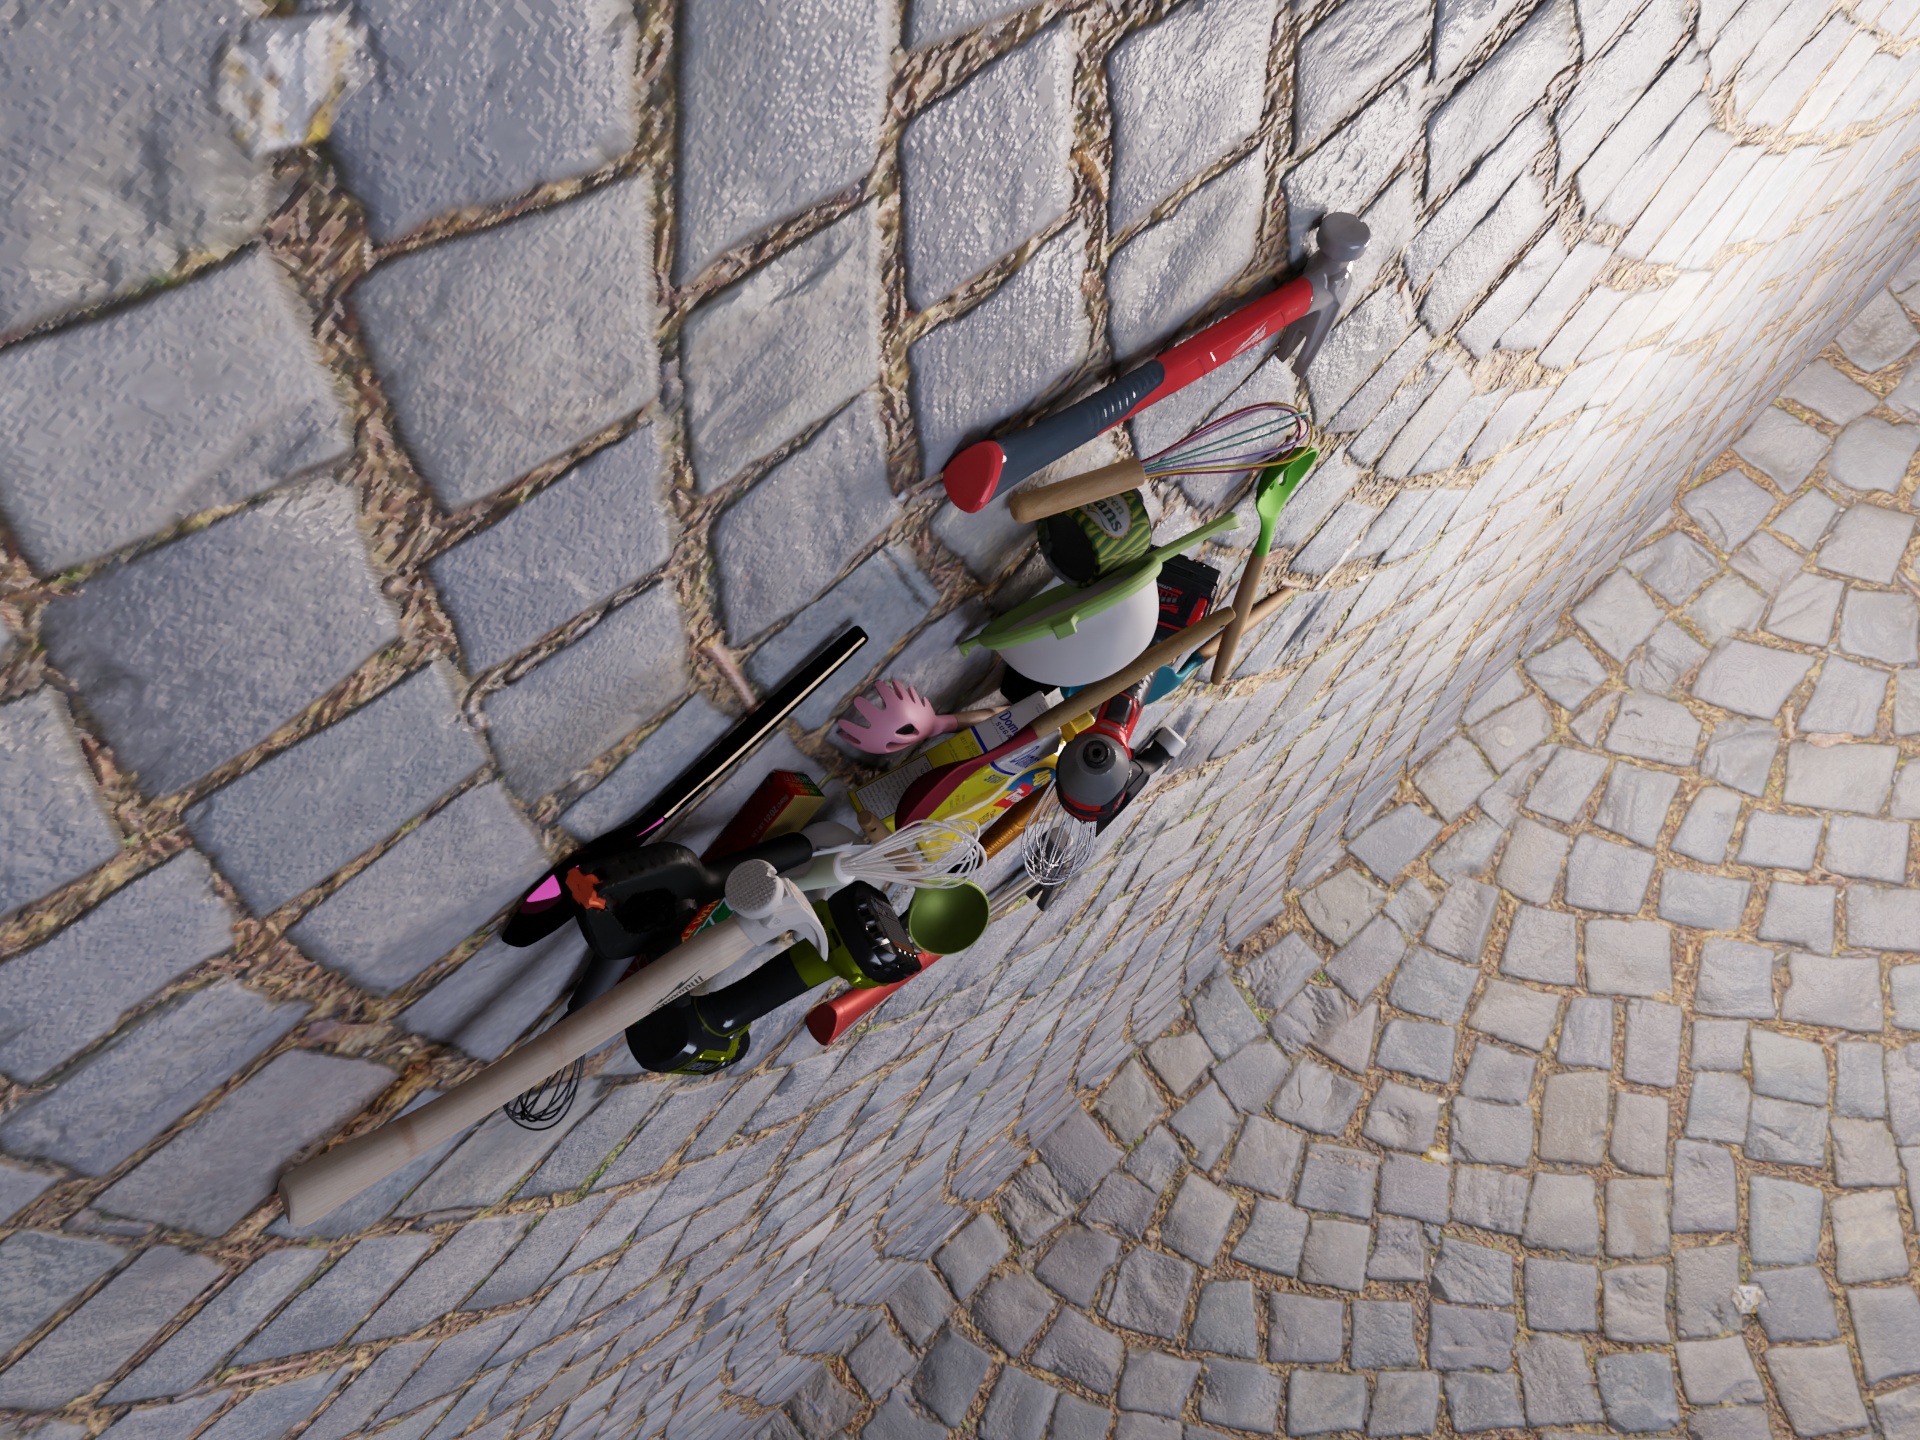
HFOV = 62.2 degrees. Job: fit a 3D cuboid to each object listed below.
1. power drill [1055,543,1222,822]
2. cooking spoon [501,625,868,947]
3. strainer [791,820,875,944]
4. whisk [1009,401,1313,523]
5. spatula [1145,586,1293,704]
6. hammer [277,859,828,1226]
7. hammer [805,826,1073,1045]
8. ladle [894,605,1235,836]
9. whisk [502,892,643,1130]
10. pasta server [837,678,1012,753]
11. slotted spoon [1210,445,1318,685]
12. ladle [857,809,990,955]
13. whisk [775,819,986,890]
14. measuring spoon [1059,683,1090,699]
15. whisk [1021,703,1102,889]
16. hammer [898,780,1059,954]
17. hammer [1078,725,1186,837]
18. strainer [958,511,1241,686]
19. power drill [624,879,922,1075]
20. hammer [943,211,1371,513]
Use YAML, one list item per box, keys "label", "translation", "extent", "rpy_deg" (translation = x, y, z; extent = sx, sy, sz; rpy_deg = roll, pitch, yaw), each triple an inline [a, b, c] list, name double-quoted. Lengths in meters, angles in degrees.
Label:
- label: "power drill"
  translation: [0.140, -0.028, 1.320]
  extent: [0.143, 0.078, 0.220]
  rpy_deg: [78, 34, -75]
- label: "cooking spoon"
  translation: [-0.184, 0.046, 1.078]
  extent: [0.319, 0.017, 0.068]
  rpy_deg: [-42, 159, -3]
- label: "strainer"
  translation: [-0.123, 0.139, 1.338]
  extent: [0.087, 0.050, 0.258]
  rpy_deg: [-8, 153, -17]
- label: "whisk"
  translation: [0.150, -0.184, 1.153]
  extent: [0.245, 0.047, 0.051]
  rpy_deg: [-19, -170, -15]
- label: "spatula"
  translation: [0.250, -0.082, 1.636]
  extent: [0.317, 0.044, 0.082]
  rpy_deg: [-33, 156, -40]
- label: "hammer"
  translation: [-0.283, 0.234, 1.109]
  extent: [0.410, 0.038, 0.146]
  rpy_deg: [-31, 153, -1]
- label: "hammer"
  translation: [-0.020, 0.245, 1.729]
  extent: [0.359, 0.037, 0.149]
  rpy_deg: [-32, 156, -32]
- label: "ladle"
  translation: [0.079, -0.005, 1.227]
  extent: [0.315, 0.031, 0.069]
  rpy_deg: [-31, 168, -6]
- label: "whisk"
  translation: [-0.280, 0.217, 1.187]
  extent: [0.055, 0.055, 0.239]
  rpy_deg: [-7, 134, -58]
- label: "pasta server"
  translation: [-0.002, -0.004, 1.315]
  extent: [0.060, 0.040, 0.316]
  rpy_deg: [-52, 162, 19]
- label: "slotted spoon"
  translation: [0.280, -0.143, 1.526]
  extent: [0.070, 0.031, 0.313]
  rpy_deg: [-31, 149, -30]
- label: "ladle"
  translation: [-0.035, 0.133, 1.319]
  extent: [0.078, 0.062, 0.320]
  rpy_deg: [-33, 158, -1]
- label: "whisk"
  translation: [-0.081, 0.108, 1.186]
  extent: [0.059, 0.246, 0.058]
  rpy_deg: [48, 46, -32]
- label: "measuring spoon"
  translation: [0.094, -0.059, 1.407]
  extent: [0.042, 0.021, 0.128]
  rpy_deg: [-51, 152, -18]
- label: "whisk"
  translation: [0.117, 0.019, 1.440]
  extent: [0.070, 0.070, 0.284]
  rpy_deg: [0, 109, -61]
- label: "hammer"
  translation: [0.033, 0.120, 1.540]
  extent: [0.337, 0.034, 0.127]
  rpy_deg: [-43, 160, 16]
- label: "hammer"
  translation: [0.142, 0.046, 1.657]
  extent: [0.146, 0.035, 0.334]
  rpy_deg: [-48, 159, 7]
- label: "strainer"
  translation: [0.134, -0.088, 1.236]
  extent: [0.256, 0.069, 0.151]
  rpy_deg: [-29, -169, -29]
- label: "power drill"
  translation: [-0.153, 0.230, 1.351]
  extent: [0.228, 0.080, 0.190]
  rpy_deg: [-29, 163, 3]
- label: "hammer"
  translation: [0.140, -0.233, 1.128]
  extent: [0.386, 0.038, 0.143]
  rpy_deg: [-33, 158, -27]
